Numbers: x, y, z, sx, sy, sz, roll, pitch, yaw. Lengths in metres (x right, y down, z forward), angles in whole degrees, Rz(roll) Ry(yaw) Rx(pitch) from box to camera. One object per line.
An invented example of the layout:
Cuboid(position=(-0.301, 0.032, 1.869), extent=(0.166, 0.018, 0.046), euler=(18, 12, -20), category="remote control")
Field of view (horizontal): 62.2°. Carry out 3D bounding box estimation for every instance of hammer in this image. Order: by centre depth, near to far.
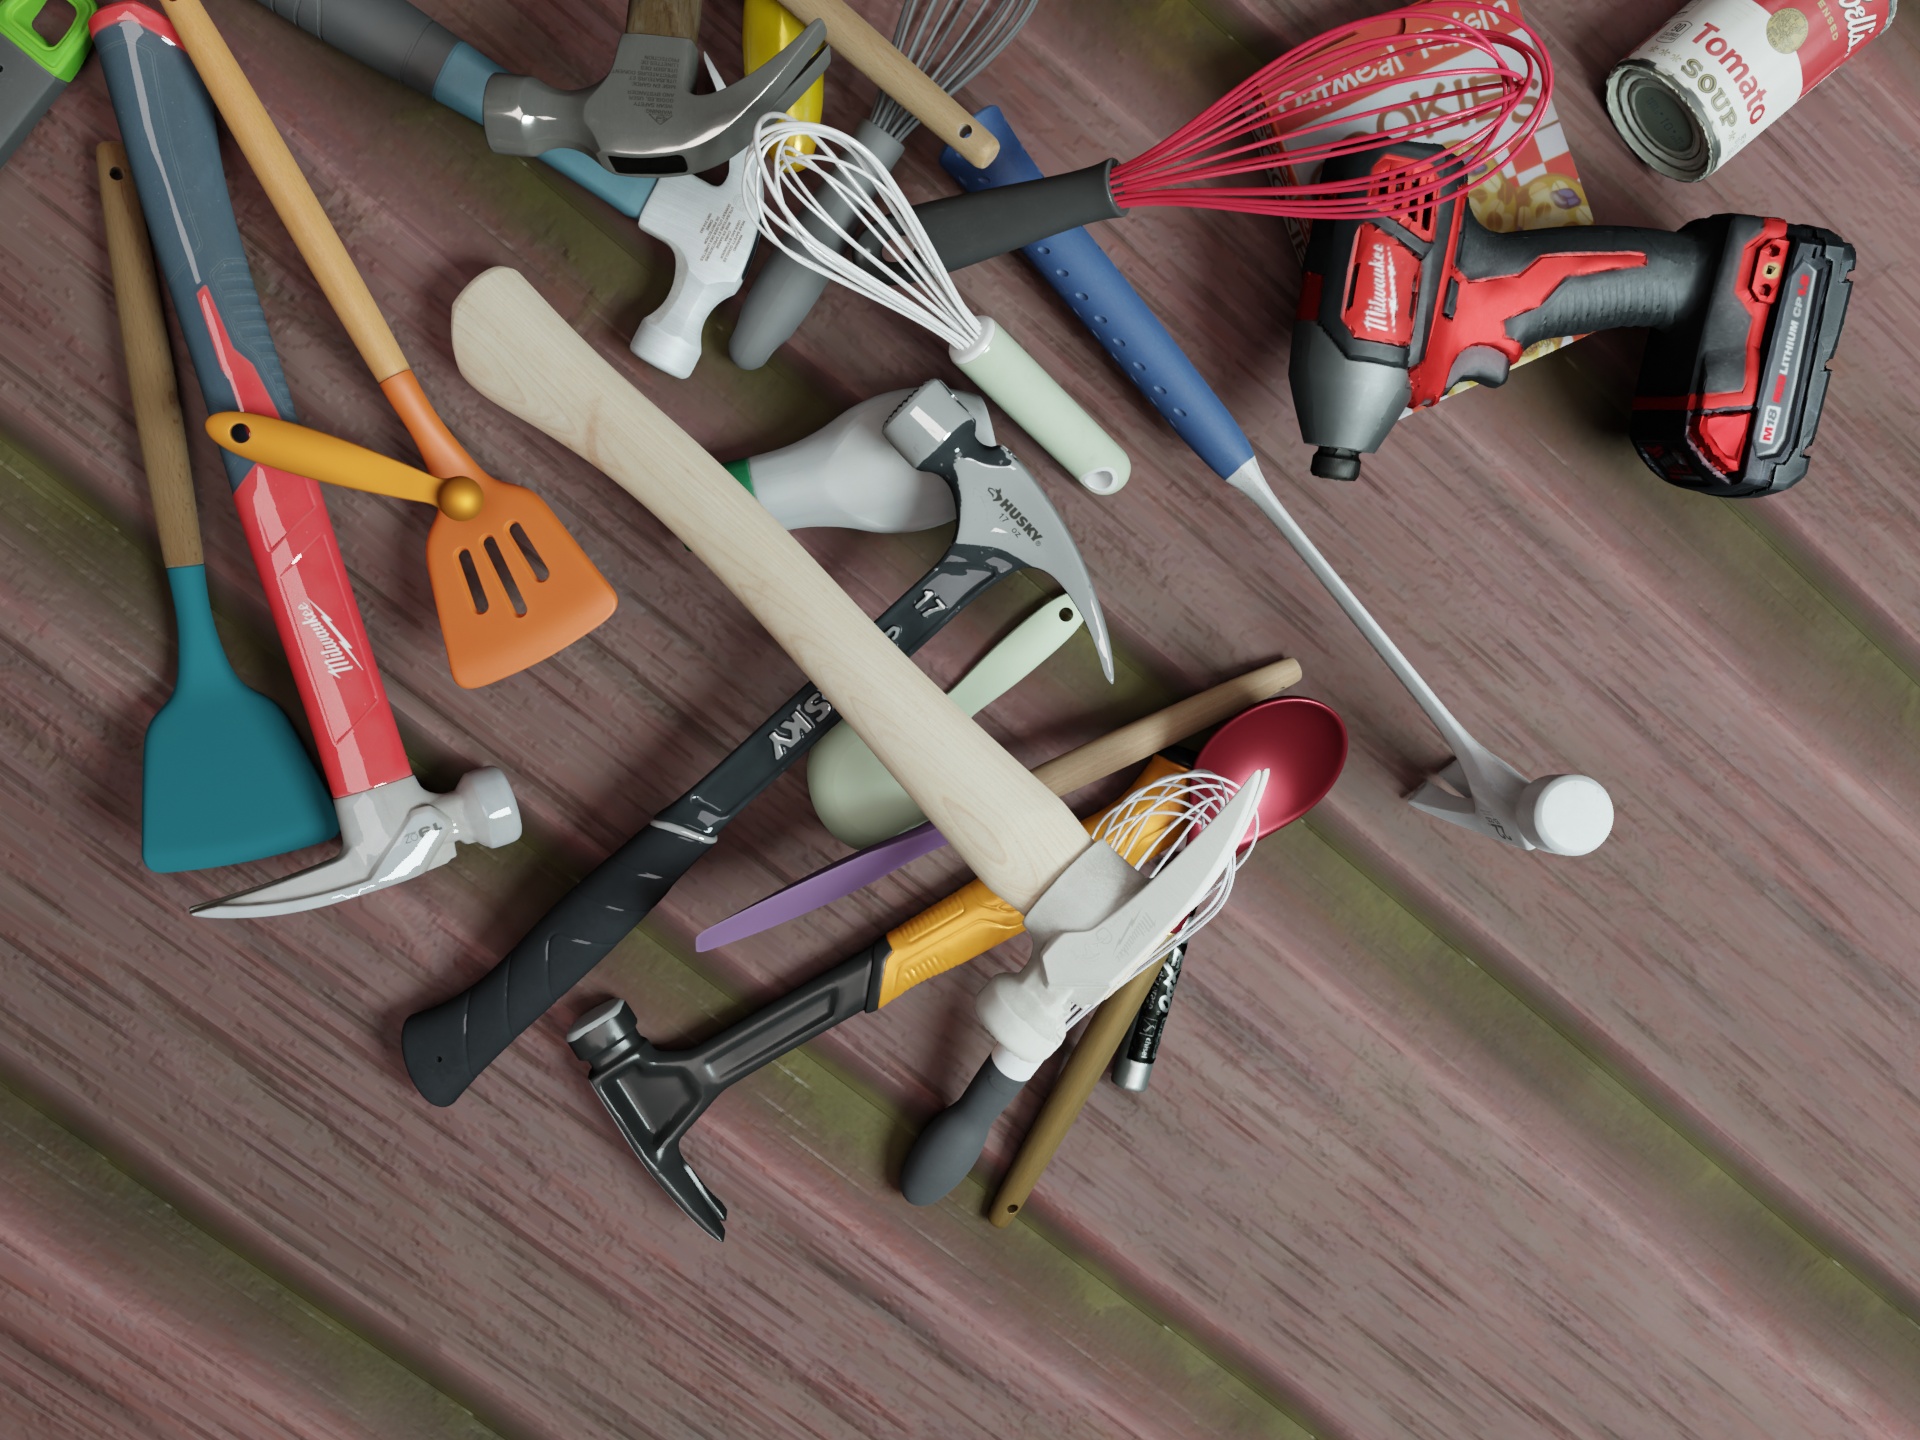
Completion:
Cuboid(position=(-0.106, -0.382, 0.646), extent=(0.130, 0.031, 0.331), euler=(6, 85, 1), category="hammer")
Cuboid(position=(-0.063, -0.057, 0.657), extent=(0.411, 0.038, 0.146), euler=(45, 102, 14), category="hammer")
Cuboid(position=(-0.235, -0.288, 0.688), extent=(0.331, 0.033, 0.128), euler=(30, 96, -9), category="hammer")
Cuboid(position=(-0.316, -0.109, 0.689), extent=(0.143, 0.038, 0.386), euler=(-19, 98, -27), category="hammer")
Cuboid(position=(0.131, -0.104, 0.719), extent=(0.035, 0.144, 0.405), euler=(-39, 91, -3), category="hammer")
Cuboid(position=(-0.107, 0.040, 0.723), extent=(0.409, 0.036, 0.149), euler=(-42, 95, 12), category="hammer")
Cuboid(position=(-0.015, 0.118, 0.771), extent=(0.337, 0.034, 0.127), euler=(-31, 100, 1), category="hammer")

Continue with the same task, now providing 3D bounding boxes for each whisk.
Cuboid(position=(0.080, -0.216, 0.632), extent=(0.296, 0.073, 0.073), euler=(-5, 102, 30), category="whisk")
Cuboid(position=(0.000, -0.166, 0.672), extent=(0.058, 0.059, 0.246), euler=(-22, 141, 31), category="whisk")
Cuboid(position=(-0.036, -0.259, 0.706), extent=(0.055, 0.055, 0.239), euler=(33, 100, -9), category="whisk")
Cuboid(position=(0.043, 0.132, 0.737), extent=(0.070, 0.070, 0.284), euler=(29, 116, -9), category="whisk")

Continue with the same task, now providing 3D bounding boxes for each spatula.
Cuboid(position=(-0.257, -0.170, 0.683), extent=(0.081, 0.041, 0.322), euler=(-28, 103, -1), category="spatula")
Cuboid(position=(-0.346, -0.095, 0.705), extent=(0.082, 0.044, 0.317), euler=(-11, 99, -27), category="spatula")
Cuboid(position=(0.024, 0.036, 0.734), extent=(0.316, 0.059, 0.018), euler=(-24, 76, -15), category="spatula")

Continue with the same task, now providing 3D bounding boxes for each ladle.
Cuboid(position=(0.088, 0.121, 0.765), extent=(0.069, 0.031, 0.315), euler=(22, 107, -20), category="ladle")

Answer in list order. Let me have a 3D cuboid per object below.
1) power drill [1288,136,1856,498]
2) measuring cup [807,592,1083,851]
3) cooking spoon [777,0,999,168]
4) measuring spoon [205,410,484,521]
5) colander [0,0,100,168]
Cuboid(position=(0.252, -0.163, 0.690), extent=(0.219, 0.078, 0.143), euler=(8, 100, -4), category="power drill")
Cuboid(position=(-0.001, -0.002, 0.750), extent=(0.167, 0.038, 0.083), euler=(-41, 100, 5), category="measuring cup")
Cuboid(position=(-0.105, -0.339, 0.667), extent=(0.319, 0.017, 0.069), euler=(42, 97, 3), category="cooking spoon")
Cuboid(position=(-0.260, -0.108, 0.672), extent=(0.117, 0.011, 0.021), euler=(16, 95, -9), category="measuring spoon")
Cuboid(position=(-0.502, -0.157, 0.655), extent=(0.204, 0.094, 0.397), euler=(40, 94, -10), category="colander")
